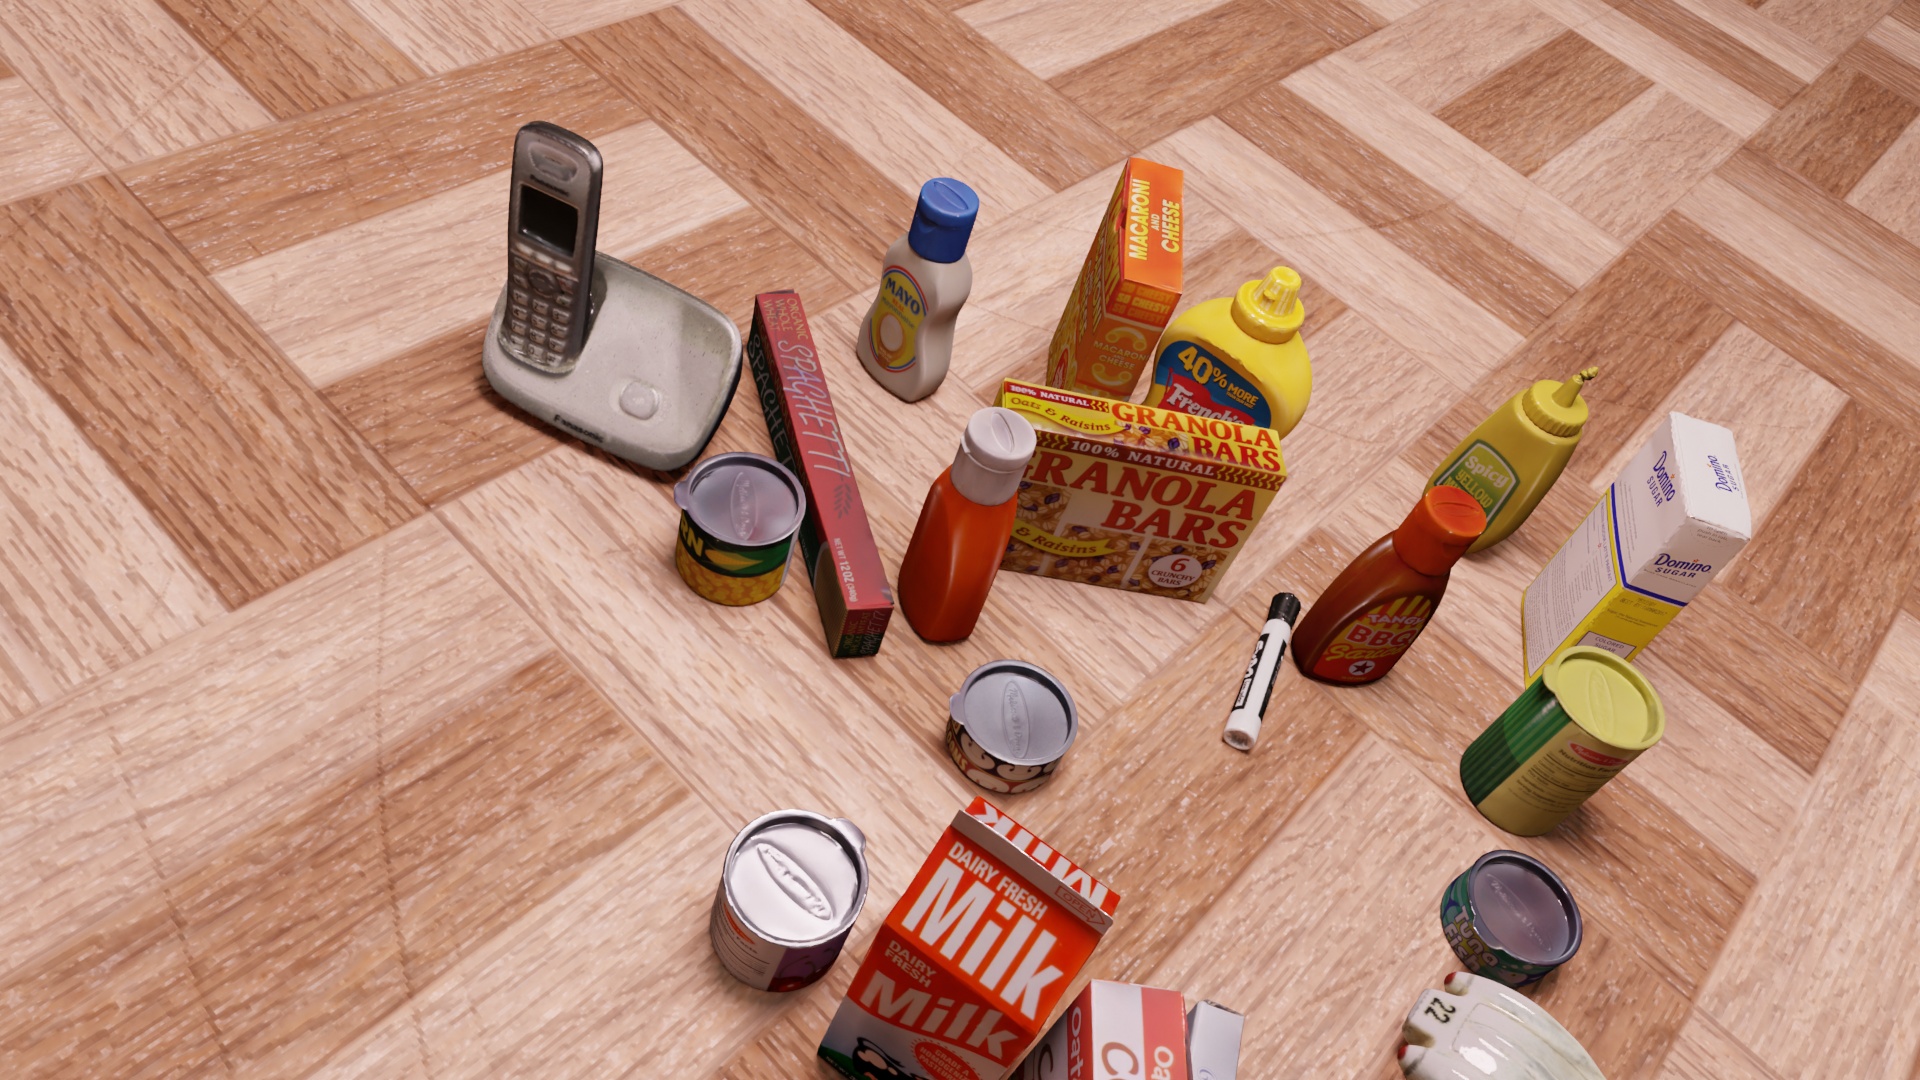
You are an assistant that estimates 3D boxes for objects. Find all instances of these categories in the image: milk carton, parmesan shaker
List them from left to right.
[{"bbox_3d":[0.004,0.175,0.576,0.072,0.189,0.074,33,50,10],"label":"milk carton"},{"bbox_3d":[0.337,0.115,0.791,0.071,0.102,0.072,9,50,-11],"label":"parmesan shaker"}]

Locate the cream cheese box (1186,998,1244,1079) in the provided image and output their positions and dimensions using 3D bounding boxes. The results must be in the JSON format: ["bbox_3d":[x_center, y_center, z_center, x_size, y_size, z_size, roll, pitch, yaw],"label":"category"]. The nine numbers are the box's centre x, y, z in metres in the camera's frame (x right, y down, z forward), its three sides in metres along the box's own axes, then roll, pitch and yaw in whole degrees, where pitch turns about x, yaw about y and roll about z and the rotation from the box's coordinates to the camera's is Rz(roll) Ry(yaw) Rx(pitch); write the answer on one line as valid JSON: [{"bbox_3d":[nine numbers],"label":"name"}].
[{"bbox_3d":[0.101,0.266,0.623,0.024,0.053,0.104,21,48,0],"label":"cream cheese box"}]

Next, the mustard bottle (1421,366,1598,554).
[{"bbox_3d":[0.361,-0.058,0.904,0.049,0.159,0.065,-22,62,-31],"label":"mustard bottle"}]

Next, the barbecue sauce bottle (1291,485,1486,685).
[{"bbox_3d":[0.250,0.028,0.804,0.065,0.147,0.044,4,51,-15],"label":"barbecue sauce bottle"}]

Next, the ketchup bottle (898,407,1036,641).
[{"bbox_3d":[0.003,-0.009,0.755,0.043,0.148,0.065,-3,53,-20],"label":"ketchup bottle"}]

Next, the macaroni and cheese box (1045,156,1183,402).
[{"bbox_3d":[0.093,-0.138,0.879,0.040,0.165,0.124,14,49,-7],"label":"macaroni and cheese box"}]

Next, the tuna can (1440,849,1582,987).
[{"bbox_3d":[0.295,0.205,0.749,0.071,0.032,0.071,9,50,-11],"label":"tuna can"}]

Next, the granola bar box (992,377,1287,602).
[{"bbox_3d":[0.088,-0.026,0.813,0.166,0.123,0.039,10,50,-10],"label":"granola bar box"}]

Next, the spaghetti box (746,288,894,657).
[{"bbox_3d":[-0.087,-0.047,0.822,0.029,0.049,0.251,-5,53,-21],"label":"spaghetti box"}]

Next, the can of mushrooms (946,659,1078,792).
[{"bbox_3d":[0.025,0.100,0.749,0.071,0.033,0.071,9,50,-11],"label":"can of mushrooms"}]

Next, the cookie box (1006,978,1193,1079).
[{"bbox_3d":[0.044,0.260,0.534,0.040,0.166,0.123,11,49,-10],"label":"cookie box"}]

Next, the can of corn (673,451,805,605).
[{"bbox_3d":[-0.126,-0.006,0.771,0.071,0.058,0.071,9,50,-11],"label":"can of corn"}]

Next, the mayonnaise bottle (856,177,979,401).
[{"bbox_3d":[-0.024,-0.158,0.869,0.041,0.147,0.065,-32,67,-35],"label":"mayonnaise bottle"}]

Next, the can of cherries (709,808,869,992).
[{"bbox_3d":[-0.078,0.166,0.644,0.071,0.058,0.072,9,50,-11],"label":"can of cherries"}]
